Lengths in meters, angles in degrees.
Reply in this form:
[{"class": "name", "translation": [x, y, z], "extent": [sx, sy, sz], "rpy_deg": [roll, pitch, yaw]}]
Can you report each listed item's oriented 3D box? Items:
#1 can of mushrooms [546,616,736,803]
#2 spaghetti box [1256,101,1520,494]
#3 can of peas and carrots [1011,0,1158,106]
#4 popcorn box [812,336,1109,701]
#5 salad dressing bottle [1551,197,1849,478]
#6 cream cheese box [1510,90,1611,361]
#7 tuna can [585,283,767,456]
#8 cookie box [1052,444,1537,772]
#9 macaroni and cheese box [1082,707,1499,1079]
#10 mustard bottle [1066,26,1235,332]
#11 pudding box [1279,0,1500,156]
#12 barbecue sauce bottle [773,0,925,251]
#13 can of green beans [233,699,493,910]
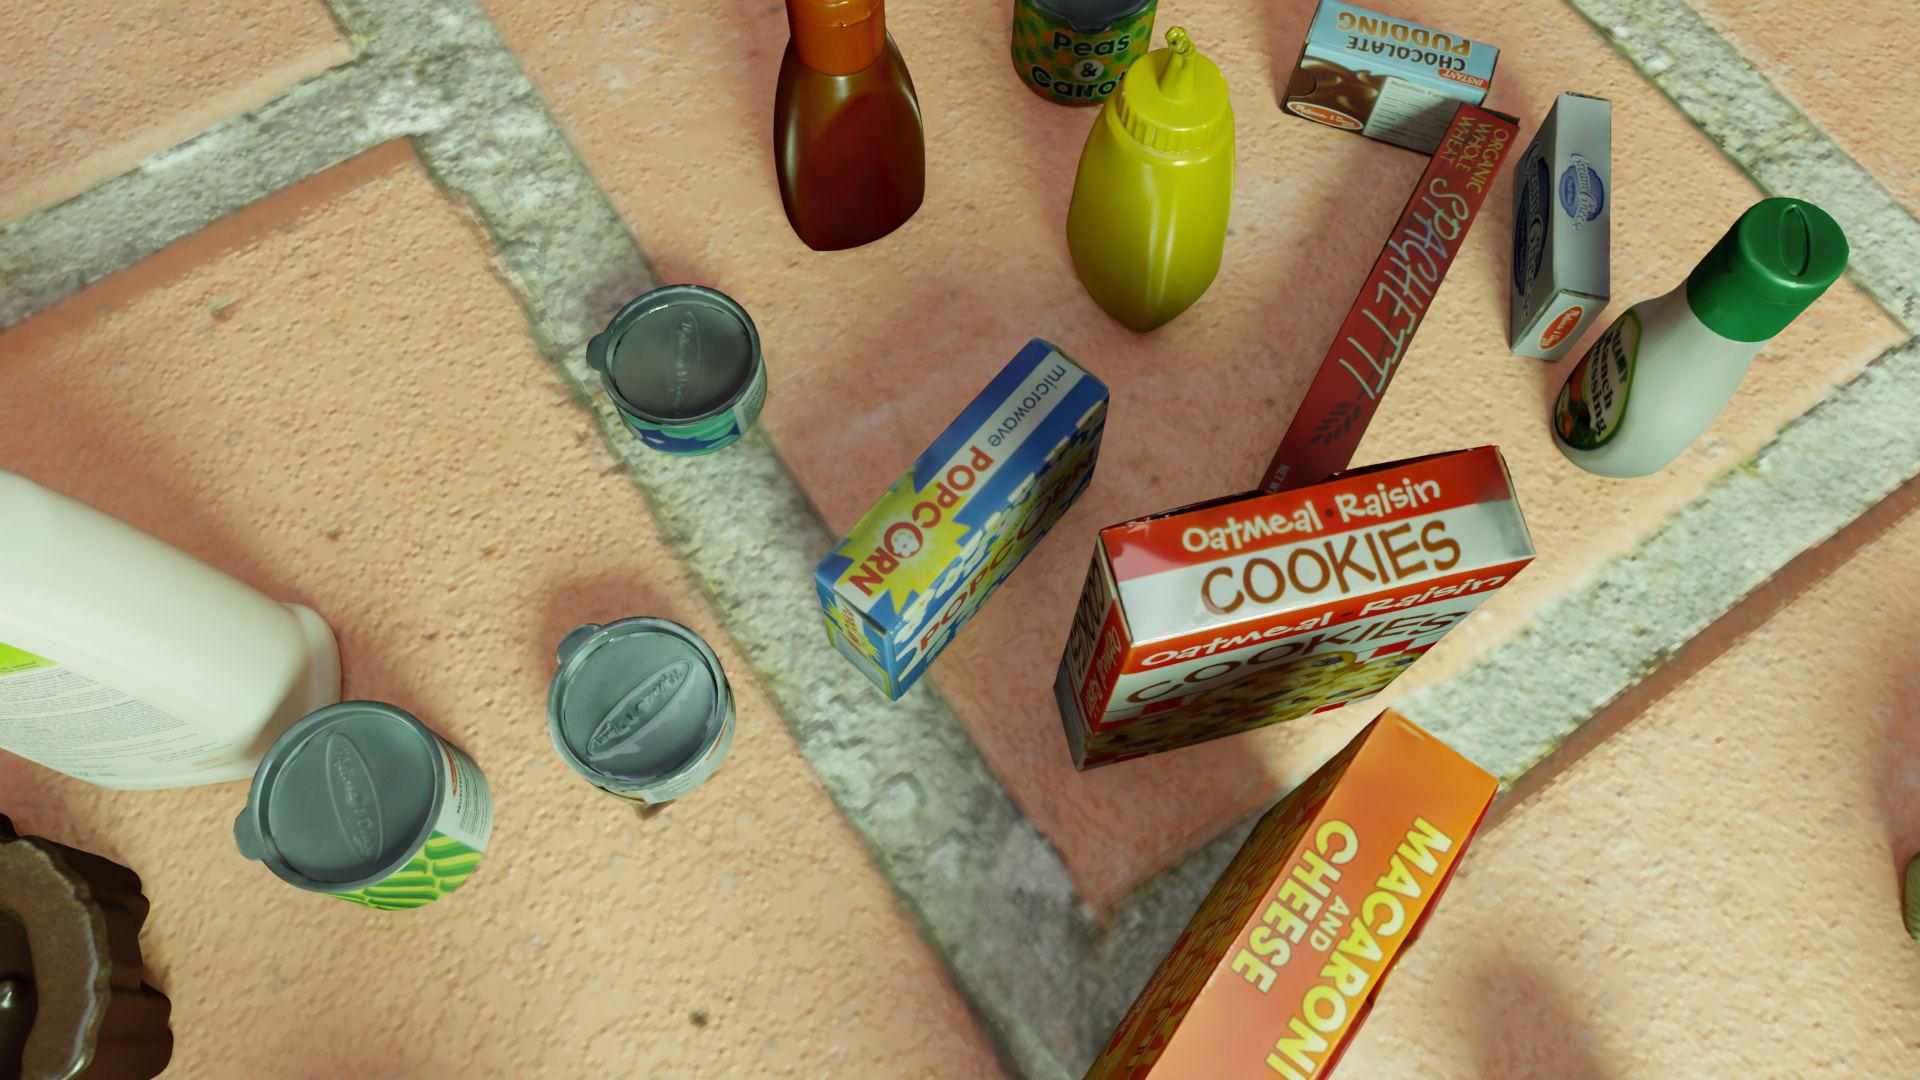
[{"class": "can of mushrooms", "translation": [-0.121, 0.063, 0.525], "extent": [0.071, 0.033, 0.071], "rpy_deg": [0, 68, -1]}, {"class": "spaghetti box", "translation": [0.169, -0.078, 0.578], "extent": [0.029, 0.050, 0.251], "rpy_deg": [28, 70, 10]}, {"class": "can of peas and carrots", "translation": [0.057, -0.241, 0.637], "extent": [0.071, 0.058, 0.071], "rpy_deg": [0, 68, -1]}, {"class": "popcorn box", "translation": [0.002, -0.007, 0.527], "extent": [0.038, 0.085, 0.127], "rpy_deg": [38, 73, 13]}, {"class": "salad dressing bottle", "translation": [0.274, -0.073, 0.525], "extent": [0.044, 0.147, 0.064], "rpy_deg": [11, 69, 3]}, {"class": "cream cheese box", "translation": [0.259, -0.135, 0.601], "extent": [0.024, 0.053, 0.104], "rpy_deg": [10, 68, 3]}, {"class": "tuna can", "translation": [-0.117, -0.070, 0.579], "extent": [0.071, 0.032, 0.071], "rpy_deg": [0, 68, -1]}, {"class": "cookie box", "translation": [0.100, 0.029, 0.471], "extent": [0.123, 0.166, 0.040], "rpy_deg": [-13, 69, -6]}, {"class": "macaroni and cheese box", "translation": [0.094, 0.129, 0.431], "extent": [0.040, 0.166, 0.124], "rpy_deg": [35, 72, 12]}, {"class": "mustard bottle", "translation": [0.078, -0.144, 0.543], "extent": [0.049, 0.159, 0.065], "rpy_deg": [-36, 73, -14]}, {"class": "pudding box", "translation": [0.194, -0.209, 0.631], "extent": [0.084, 0.049, 0.030], "rpy_deg": [18, 69, 6]}, {"class": "barbecue sauce bottle", "translation": [-0.047, -0.177, 0.561], "extent": [0.065, 0.148, 0.044], "rpy_deg": [-26, 71, -11]}, {"class": "can of green beans", "translation": [-0.208, 0.096, 0.497], "extent": [0.071, 0.057, 0.071], "rpy_deg": [0, 68, -1]}]
